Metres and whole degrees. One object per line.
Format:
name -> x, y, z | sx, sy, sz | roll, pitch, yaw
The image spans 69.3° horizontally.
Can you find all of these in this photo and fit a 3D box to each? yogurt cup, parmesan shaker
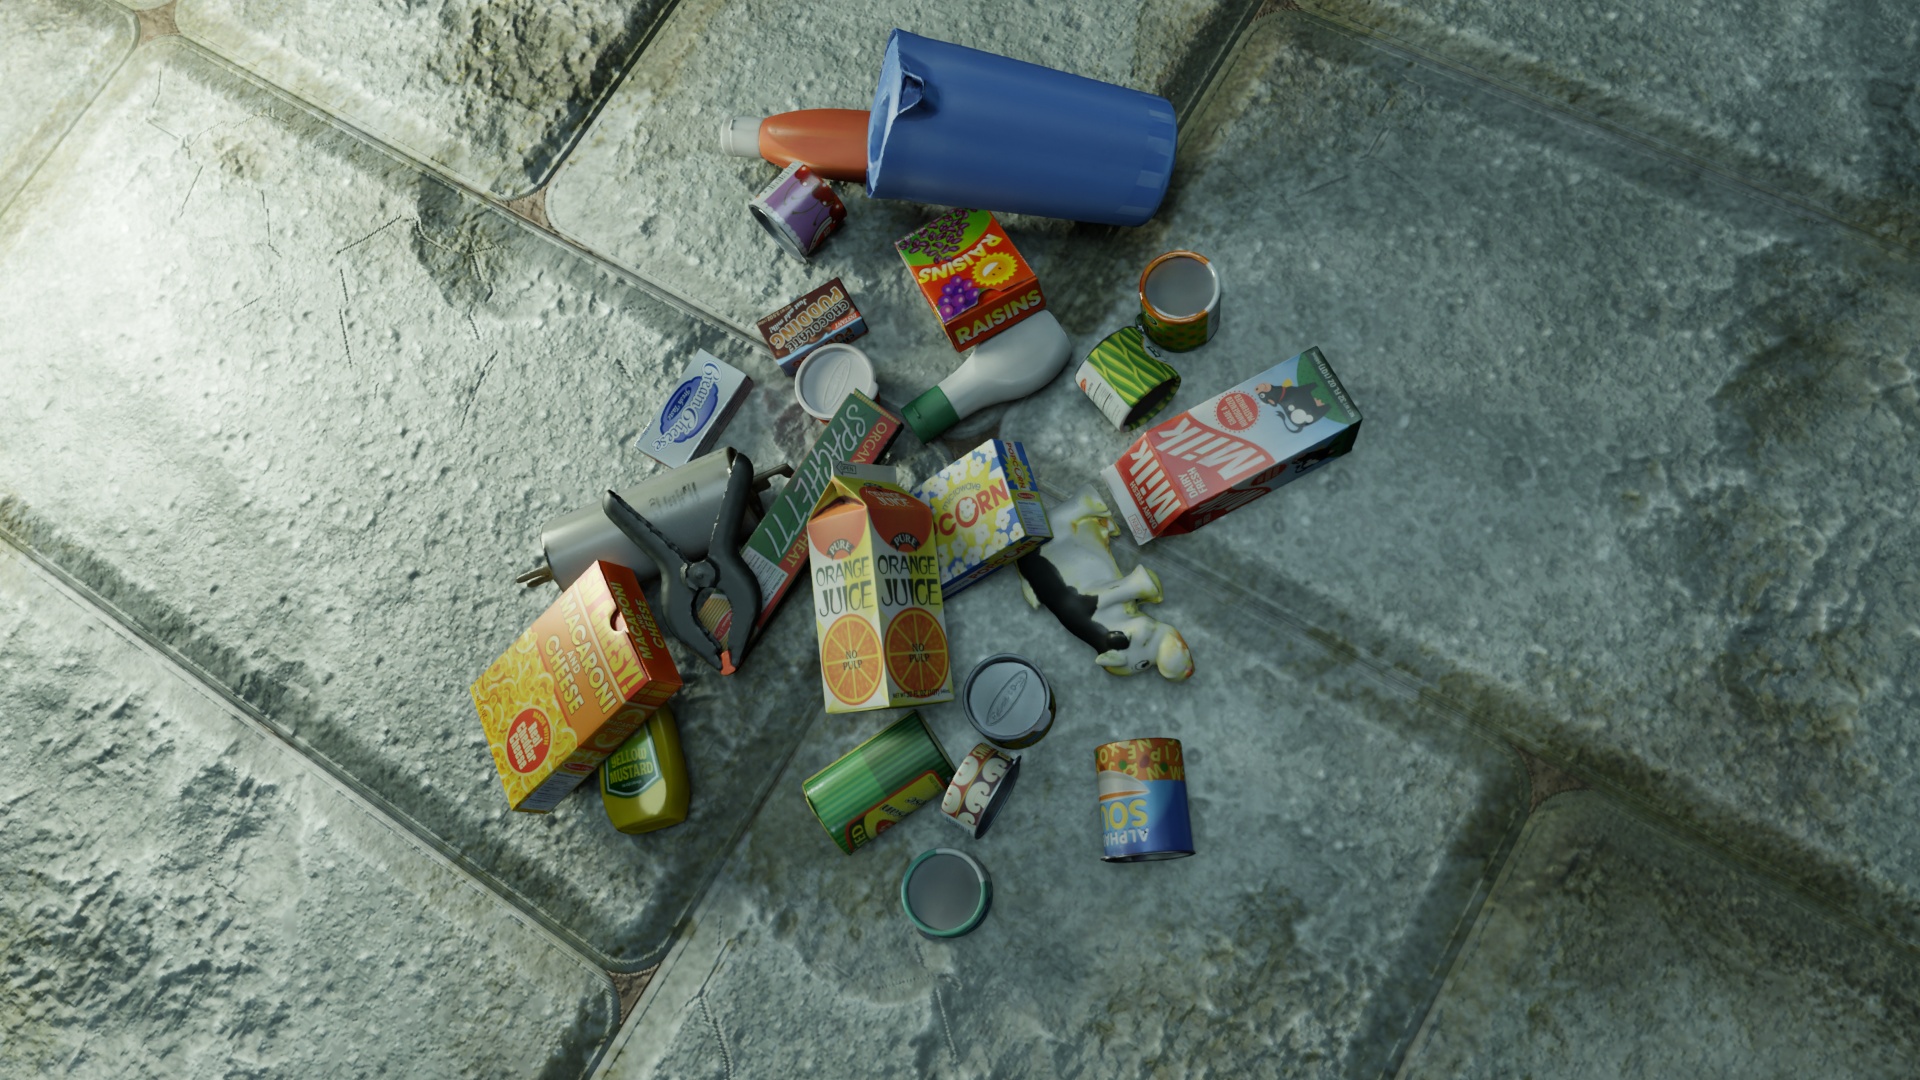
yogurt cup -> -0.099, -0.124, 1.163 | 0.072, 0.054, 0.072 | -3, 73, 8
parmesan shaker -> -0.060, 0.182, 1.054 | 0.103, 0.071, 0.071 | -33, 71, -2

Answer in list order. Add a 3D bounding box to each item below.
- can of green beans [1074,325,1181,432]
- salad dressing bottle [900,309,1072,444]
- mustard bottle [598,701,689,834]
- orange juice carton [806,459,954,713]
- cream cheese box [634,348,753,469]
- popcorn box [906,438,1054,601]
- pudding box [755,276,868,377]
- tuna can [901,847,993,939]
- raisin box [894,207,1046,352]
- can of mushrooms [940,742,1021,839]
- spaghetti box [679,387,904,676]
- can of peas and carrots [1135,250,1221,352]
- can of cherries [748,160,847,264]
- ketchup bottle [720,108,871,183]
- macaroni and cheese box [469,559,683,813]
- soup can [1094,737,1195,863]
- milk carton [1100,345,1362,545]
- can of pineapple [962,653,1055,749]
can of green beans -> 0.135, -0.130, 1.121 | 0.071, 0.071, 0.058 | -39, 72, -3
salad dressing bottle -> 0.021, -0.134, 1.153 | 0.148, 0.044, 0.064 | -33, 67, -1
mustard bottle -> -0.260, 0.150, 1.108 | 0.065, 0.048, 0.160 | -18, 71, 7
orange juice carton -> -0.064, 0.034, 1.071 | 0.073, 0.072, 0.193 | -14, 79, 42
cream cheese box -> -0.228, -0.109, 1.195 | 0.053, 0.024, 0.104 | 29, 80, 15
popcorn box -> 0.004, -0.014, 1.091 | 0.126, 0.038, 0.085 | -31, 67, 34
pudding box -> -0.128, -0.184, 1.198 | 0.084, 0.030, 0.050 | -29, 72, 0
tuna can -> -0.012, 0.266, 1.042 | 0.071, 0.032, 0.071 | -2, 73, 8
raisin box -> 0.008, -0.224, 1.164 | 0.086, 0.040, 0.124 | -28, 51, 0
can of mushrooms -> 0.016, 0.186, 1.044 | 0.033, 0.071, 0.071 | 27, 80, 17
spaghetti box -> -0.134, -0.006, 1.116 | 0.050, 0.029, 0.250 | 35, 94, 5
can of peas and carrots -> 0.178, -0.196, 1.138 | 0.071, 0.058, 0.071 | -3, 73, 8
can of cherries -> -0.140, -0.286, 1.215 | 0.071, 0.071, 0.058 | 42, 83, 18
ketchup bottle -> -0.140, -0.358, 1.246 | 0.149, 0.043, 0.065 | 8, 74, 12
macaroni and cheese box -> -0.305, 0.115, 1.090 | 0.166, 0.040, 0.124 | -43, 58, 17
soup can -> 0.133, 0.192, 1.022 | 0.071, 0.071, 0.084 | -7, 72, 7
milk carton -> 0.209, -0.068, 1.087 | 0.190, 0.073, 0.072 | -26, 72, 1
can of pineapple -> 0.039, 0.126, 1.063 | 0.071, 0.057, 0.071 | -3, 73, 9
